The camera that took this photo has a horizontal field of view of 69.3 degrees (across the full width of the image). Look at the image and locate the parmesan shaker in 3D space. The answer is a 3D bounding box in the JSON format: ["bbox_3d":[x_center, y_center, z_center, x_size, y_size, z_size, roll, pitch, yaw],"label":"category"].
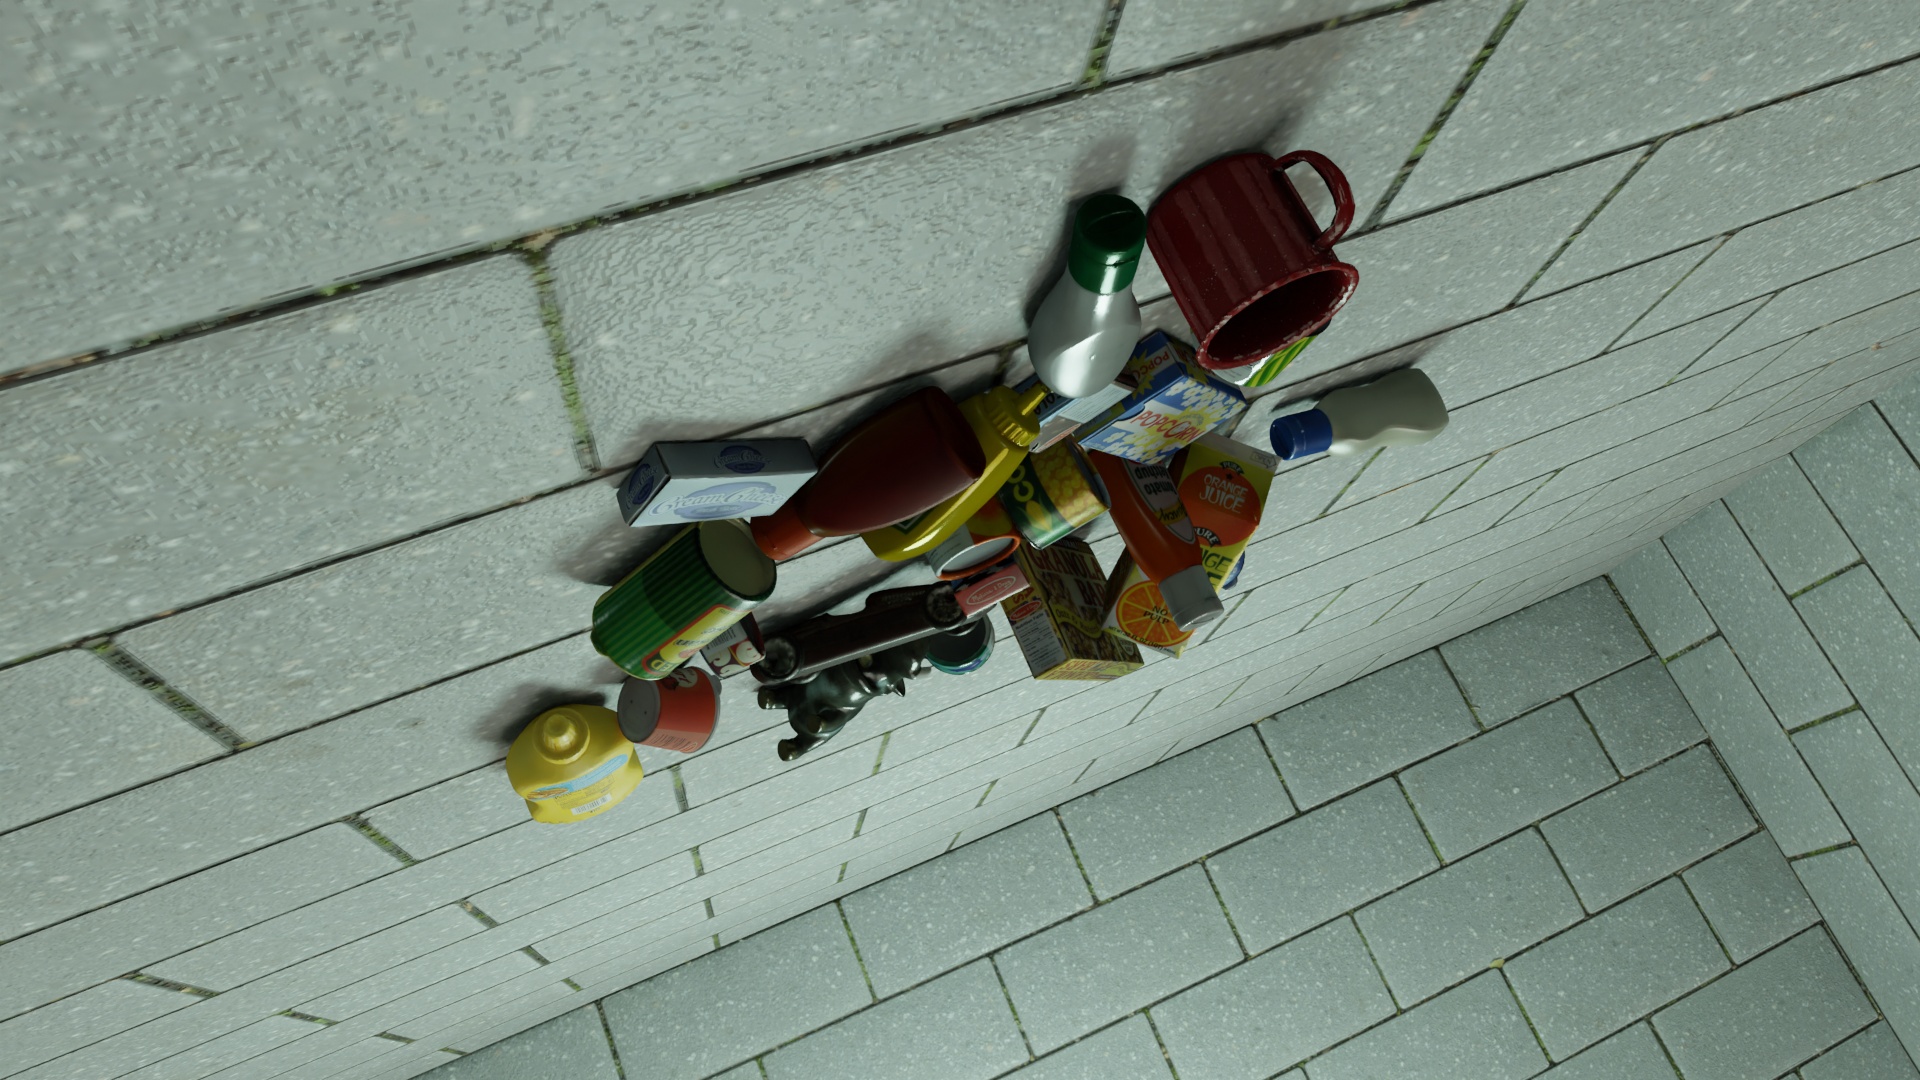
[{"bbox_3d":[-0.172,0.035,0.860,0.102,0.071,0.071,-35,159,29],"label":"parmesan shaker"}]

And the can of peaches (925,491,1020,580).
[{"bbox_3d":[0.003,-0.012,0.973,0.071,0.058,0.071,-22,161,-8],"label":"can of peaches"}]

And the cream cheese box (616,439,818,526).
[{"bbox_3d":[-0.137,-0.033,0.786,0.104,0.024,0.053,-6,154,-45],"label":"cream cheese box"}]

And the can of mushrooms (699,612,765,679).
[{"bbox_3d":[-0.161,0.058,0.944,0.033,0.071,0.071,-26,162,0],"label":"can of mushrooms"}]

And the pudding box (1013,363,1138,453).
[{"bbox_3d":[0.065,-0.090,0.879,0.083,0.030,0.050,-33,161,24],"label":"pudding box"}]

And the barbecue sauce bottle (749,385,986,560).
[{"bbox_3d":[-0.060,-0.033,0.832,0.148,0.064,0.044,-27,-164,26],"label":"barbecue sauce bottle"}]

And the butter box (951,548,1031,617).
[{"bbox_3d":[0.018,0.017,1.038,0.053,0.024,0.104,-27,-159,5],"label":"butter box"}]

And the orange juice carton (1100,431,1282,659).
[{"bbox_3d":[0.184,-0.003,1.120,0.072,0.073,0.191,21,124,-4],"label":"orange juice carton"}]

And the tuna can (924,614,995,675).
[{"bbox_3d":[-0.006,0.083,1.219,0.071,0.071,0.032,-24,161,-1],"label":"tuna can"}]

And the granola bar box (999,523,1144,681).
[{"bbox_3d":[0.086,0.054,1.160,0.039,0.124,0.165,-31,161,21],"label":"granola bar box"}]

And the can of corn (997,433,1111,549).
[{"bbox_3d":[0.063,-0.037,0.972,0.058,0.071,0.071,-31,161,16],"label":"can of corn"}]

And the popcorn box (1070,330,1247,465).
[{"bbox_3d":[0.133,-0.094,0.944,0.085,0.038,0.127,-32,161,25],"label":"popcorn box"}]

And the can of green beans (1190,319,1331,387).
[{"bbox_3d":[0.182,-0.135,0.845,0.071,0.071,0.057,-14,160,-30],"label":"can of green beans"}]

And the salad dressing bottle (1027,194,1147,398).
[{"bbox_3d":[0.072,-0.130,0.755,0.064,0.044,0.147,-20,161,-11],"label":"salad dressing bottle"}]

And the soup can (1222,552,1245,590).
[{"bbox_3d":[0.222,0.015,1.315,0.071,0.071,0.084,-37,158,32],"label":"soup can"}]

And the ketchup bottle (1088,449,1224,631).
[{"bbox_3d":[0.147,-0.006,1.030,0.065,0.149,0.043,-5,154,-46],"label":"ketchup bottle"}]

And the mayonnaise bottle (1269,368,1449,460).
[{"bbox_3d":[0.328,-0.099,1.150,0.148,0.065,0.041,-14,157,-18],"label":"mayonnaise bottle"}]

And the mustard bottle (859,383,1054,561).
[{"bbox_3d":[0.000,-0.052,0.856,0.159,0.065,0.049,-40,162,24],"label":"mustard bottle"}]

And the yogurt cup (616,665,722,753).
[{"bbox_3d":[-0.226,0.129,1.067,0.072,0.072,0.054,-36,151,31],"label":"yogurt cup"}]
